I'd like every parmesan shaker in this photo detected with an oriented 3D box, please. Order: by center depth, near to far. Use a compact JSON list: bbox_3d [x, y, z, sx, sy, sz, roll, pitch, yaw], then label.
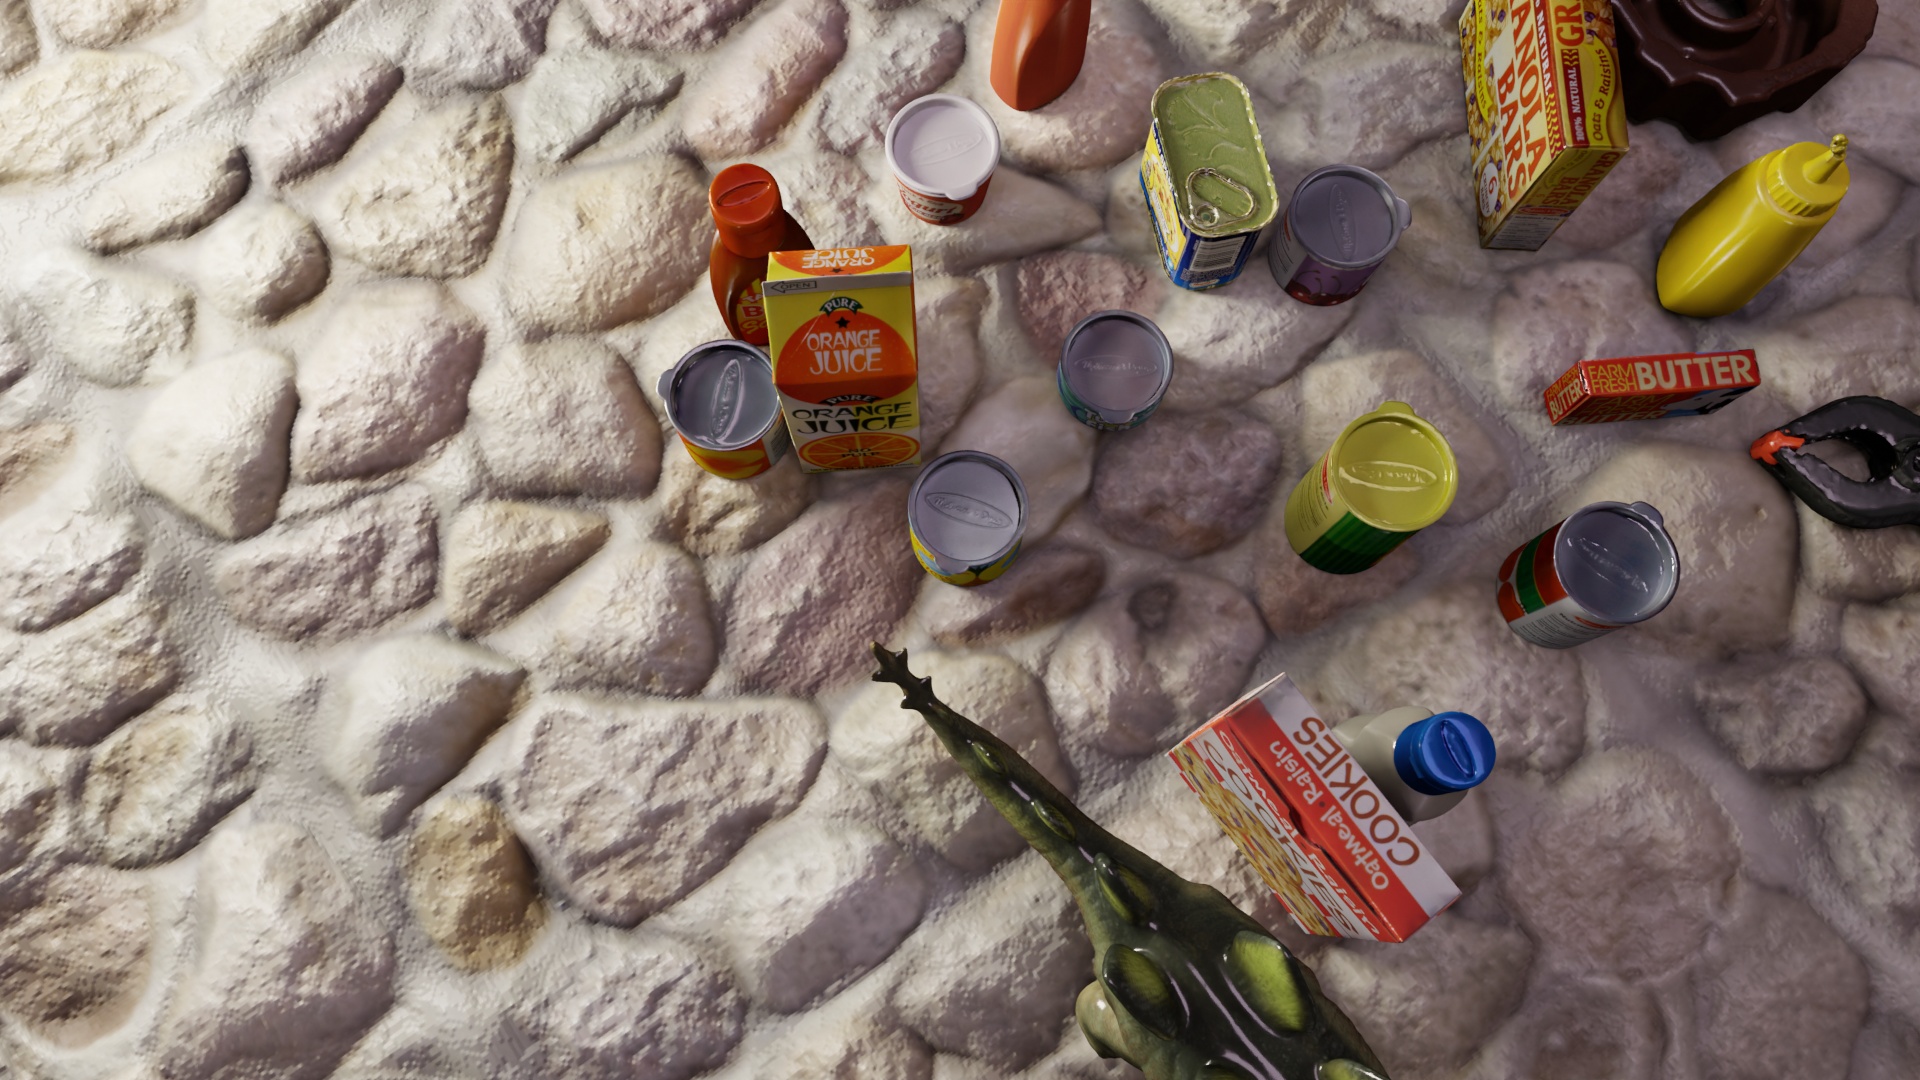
[{"bbox_3d":[0.224,-0.026,0.766,0.071,0.103,0.071,0,75,-1],"label":"parmesan shaker"}]

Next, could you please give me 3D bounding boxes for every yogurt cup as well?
[{"bbox_3d":[-0.011,-0.227,0.841,0.072,0.054,0.072,0,75,-1],"label":"yogurt cup"}]

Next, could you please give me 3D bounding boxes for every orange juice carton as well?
[{"bbox_3d":[-0.058,-0.099,0.734,0.072,0.192,0.073,-4,76,-2],"label":"orange juice carton"}]

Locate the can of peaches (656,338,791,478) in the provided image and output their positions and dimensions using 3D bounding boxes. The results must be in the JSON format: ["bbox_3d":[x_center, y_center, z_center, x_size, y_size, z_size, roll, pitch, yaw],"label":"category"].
[{"bbox_3d":[-0.133,-0.075,0.796,0.071,0.058,0.071,0,75,-1],"label":"can of peaches"}]

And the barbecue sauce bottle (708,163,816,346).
[{"bbox_3d":[-0.111,-0.157,0.771,0.065,0.148,0.044,-22,77,-6],"label":"barbecue sauce bottle"}]

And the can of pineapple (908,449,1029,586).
[{"bbox_3d":[0.003,-0.010,0.781,0.071,0.057,0.071,0,75,-1],"label":"can of pineapple"}]

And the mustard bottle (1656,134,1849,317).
[{"bbox_3d":[0.451,-0.181,0.781,0.049,0.160,0.065,11,76,2],"label":"mustard bottle"}]

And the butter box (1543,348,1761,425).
[{"bbox_3d":[0.402,-0.089,0.811,0.103,0.053,0.024,-4,76,-2],"label":"butter box"}]

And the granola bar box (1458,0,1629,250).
[{"bbox_3d":[0.341,-0.274,0.823,0.039,0.124,0.166,1,75,-1],"label":"granola bar box"}]

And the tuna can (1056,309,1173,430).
[{"bbox_3d":[0.090,-0.097,0.819,0.071,0.032,0.071,0,75,-1],"label":"tuna can"}]

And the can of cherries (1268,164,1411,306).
[{"bbox_3d":[0.225,-0.181,0.830,0.071,0.058,0.071,0,75,-1],"label":"can of cherries"}]

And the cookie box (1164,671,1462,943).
[{"bbox_3d":[0.165,0.137,0.688,0.040,0.167,0.123,-36,79,-9],"label":"cookie box"}]

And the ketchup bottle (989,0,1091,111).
[{"bbox_3d":[0.050,-0.315,0.816,0.065,0.148,0.043,-40,80,-10],"label":"ketchup bottle"}]

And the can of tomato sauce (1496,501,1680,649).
[{"bbox_3d":[0.344,0.019,0.766,0.071,0.083,0.071,0,75,-1],"label":"can of tomato sauce"}]

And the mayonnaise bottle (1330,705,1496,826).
[{"bbox_3d":[0.227,0.114,0.705,0.041,0.147,0.065,-22,77,-6],"label":"mayonnaise bottle"}]
